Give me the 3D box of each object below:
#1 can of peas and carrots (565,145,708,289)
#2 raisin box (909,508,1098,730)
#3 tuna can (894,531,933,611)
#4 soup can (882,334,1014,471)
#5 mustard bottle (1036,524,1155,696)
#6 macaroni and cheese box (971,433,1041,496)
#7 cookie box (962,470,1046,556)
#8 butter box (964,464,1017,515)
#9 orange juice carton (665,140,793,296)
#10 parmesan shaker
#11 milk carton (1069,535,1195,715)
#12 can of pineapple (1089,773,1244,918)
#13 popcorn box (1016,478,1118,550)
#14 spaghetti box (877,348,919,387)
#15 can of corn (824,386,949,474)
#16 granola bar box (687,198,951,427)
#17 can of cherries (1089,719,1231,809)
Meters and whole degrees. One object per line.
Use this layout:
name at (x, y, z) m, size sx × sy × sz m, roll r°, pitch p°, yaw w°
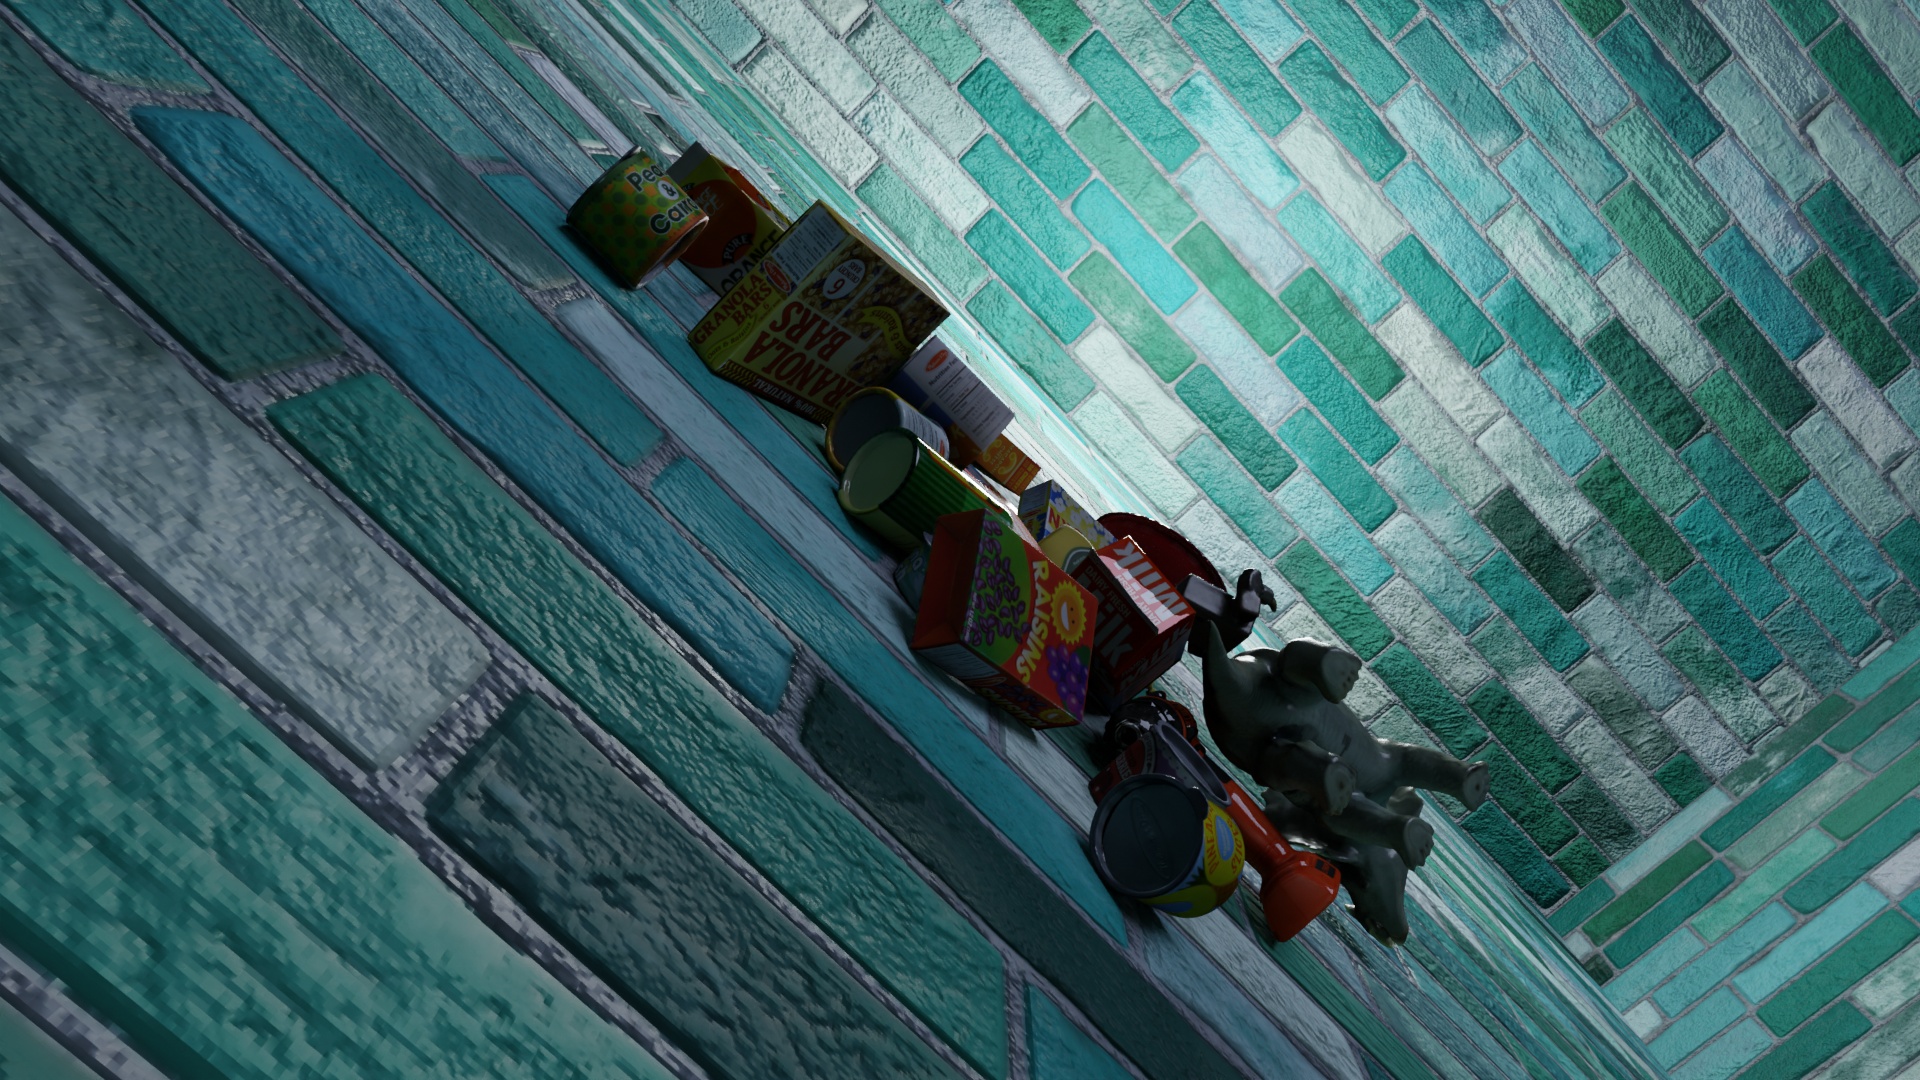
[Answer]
can of peas and carrots at (-0.197, -0.199, 0.858) m, size 0.058 × 0.071 × 0.071 m, roll 46°, pitch 10°, yaw -9°
raisin box at (0.029, 0.048, 0.810) m, size 0.123 × 0.040 × 0.086 m, roll 37°, pitch 52°, yaw -41°
tuna can at (-0.009, 0.029, 0.856) m, size 0.071 × 0.033 × 0.071 m, roll 45°, pitch 11°, yaw -11°
soup can at (-0.013, -0.097, 1.016) m, size 0.084 × 0.071 × 0.071 m, roll 45°, pitch 10°, yaw -5°
mustard bottle at (0.113, 0.064, 1.136) m, size 0.065 × 0.048 × 0.160 m, roll -36°, pitch 86°, yaw -40°
macaroni and cheese box at (-0.013, -0.116, 1.314) m, size 0.124 × 0.040 × 0.166 m, roll 39°, pitch 2°, yaw 44°
cookie box at (0.004, -0.013, 1.051) m, size 0.167 × 0.040 × 0.123 m, roll 36°, pitch 14°, yaw -40°
butter box at (0.022, -0.036, 1.251) m, size 0.103 × 0.024 × 0.053 m, roll 44°, pitch 10°, yaw -14°
orange juice carton at (-0.160, -0.222, 1.090) m, size 0.192 × 0.071 × 0.073 m, roll 41°, pitch 11°, yaw -30°
parmesan shaker at (-0.020, -0.021, 0.900) m, size 0.103 × 0.071 × 0.071 m, roll 38°, pitch 13°, yaw -41°
milk carton at (0.112, 0.058, 0.975) m, size 0.072 × 0.073 × 0.190 m, roll 51°, pitch -7°, yaw 16°
can of pineapple at (0.113, 0.163, 0.742) m, size 0.058 × 0.071 × 0.071 m, roll 36°, pitch 15°, yaw -48°
popcorn box at (0.101, 0.017, 1.235) m, size 0.126 × 0.038 × 0.085 m, roll 41°, pitch 42°, yaw -31°
spaghetti box at (-0.078, -0.172, 1.157) m, size 0.028 × 0.050 × 0.251 m, roll 30°, pitch 15°, yaw -31°
can of corn at (-0.053, -0.065, 0.954) m, size 0.058 × 0.071 × 0.071 m, roll 32°, pitch 18°, yaw -54°
granola bar box at (-0.091, -0.147, 0.938) m, size 0.039 × 0.124 × 0.165 m, roll 50°, pitch 11°, yaw 21°
can of cherries at (0.120, 0.151, 0.845) m, size 0.071 × 0.058 × 0.072 m, roll 45°, pitch 11°, yaw -11°
